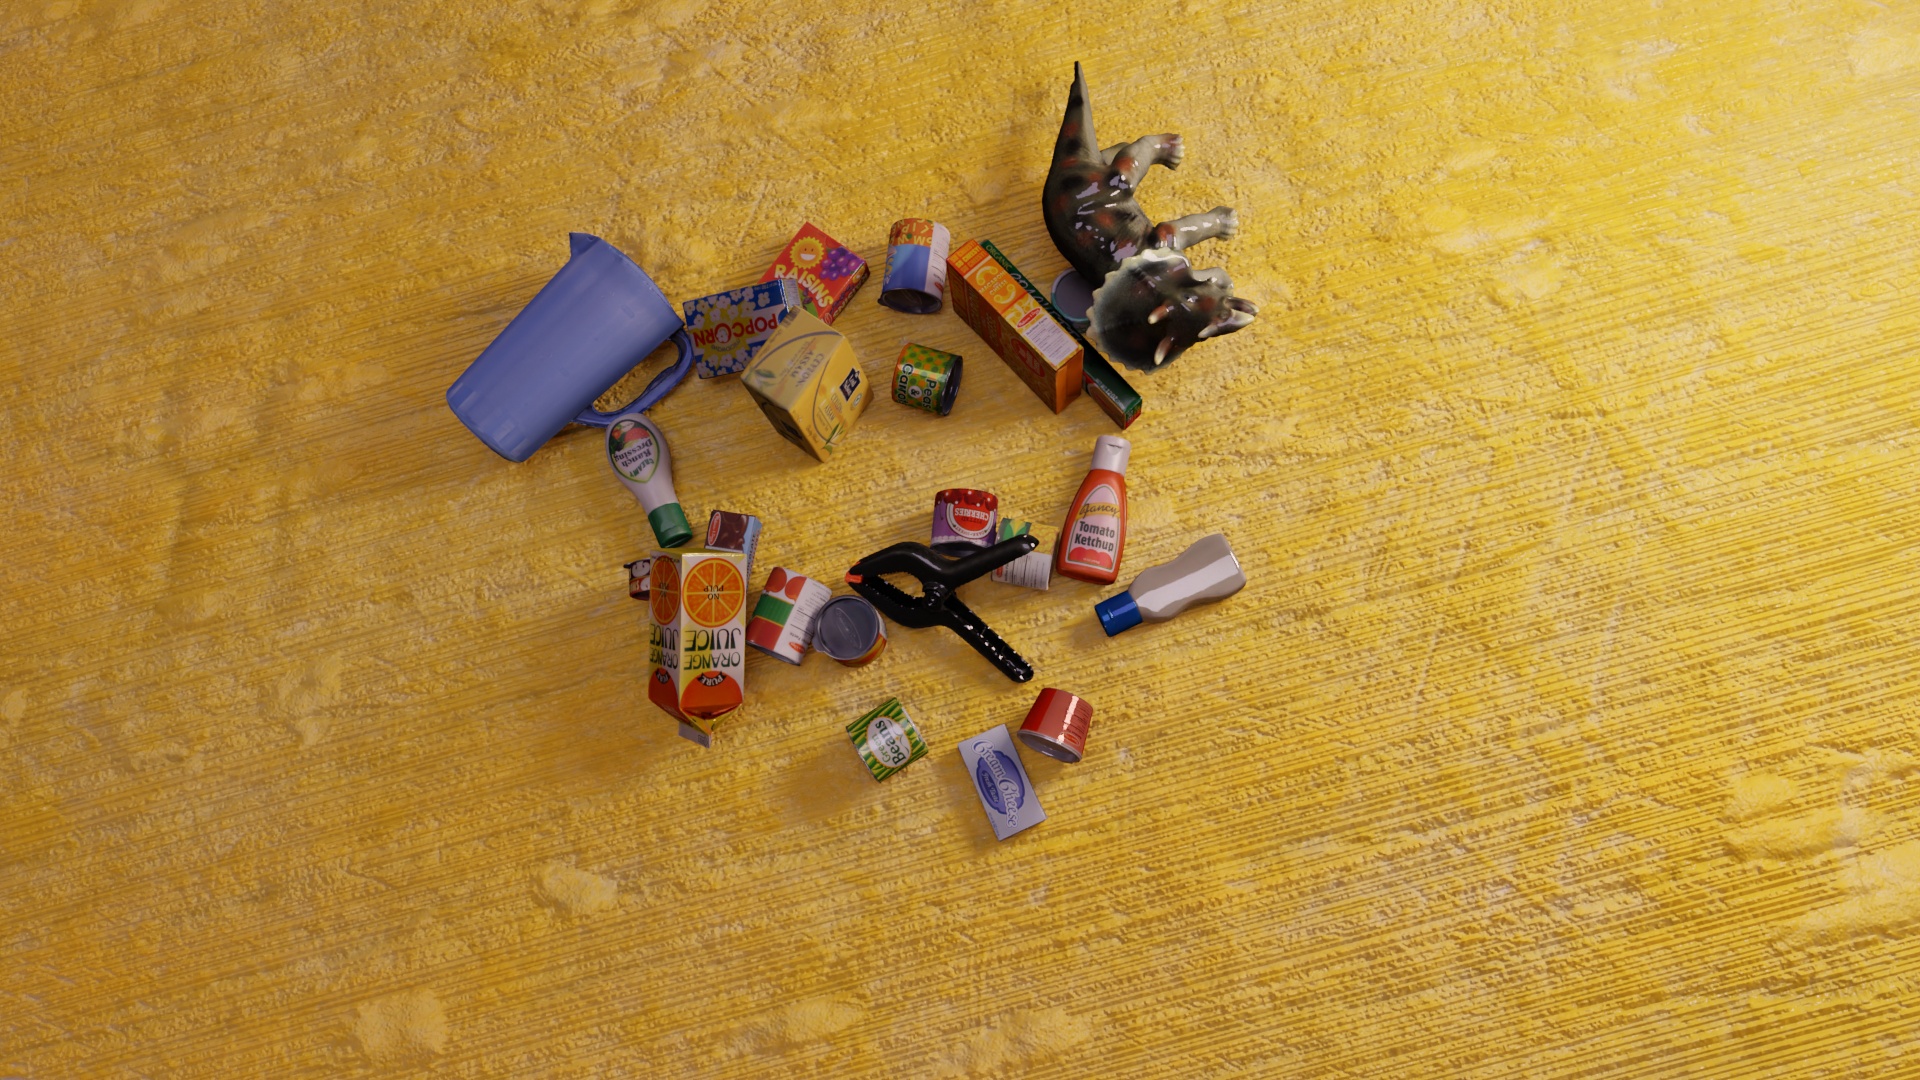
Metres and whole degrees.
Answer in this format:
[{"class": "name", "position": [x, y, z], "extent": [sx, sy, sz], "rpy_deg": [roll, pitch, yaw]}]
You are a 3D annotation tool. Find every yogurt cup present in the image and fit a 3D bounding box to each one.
[{"class": "yogurt cup", "position": [0.095, 0.179, 1.356], "extent": [0.072, 0.072, 0.054], "rpy_deg": [20, 71, 10]}]

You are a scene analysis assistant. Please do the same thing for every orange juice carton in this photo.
[{"class": "orange juice carton", "position": [-0.262, 0.105, 1.377], "extent": [0.073, 0.072, 0.192], "rpy_deg": [0, 93, -38]}]

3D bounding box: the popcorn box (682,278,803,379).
[{"class": "popcorn box", "position": [-0.226, -0.224, 1.470], "extent": [0.126, 0.038, 0.085], "rpy_deg": [-8, 96, 24]}]

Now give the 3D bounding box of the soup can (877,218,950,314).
[{"class": "soup can", "position": [-0.051, -0.294, 1.490], "extent": [0.071, 0.071, 0.084], "rpy_deg": [5, 76, 7]}]

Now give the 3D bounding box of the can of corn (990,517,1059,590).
[{"class": "can of corn", "position": [0.066, 0.012, 1.401], "extent": [0.058, 0.071, 0.071], "rpy_deg": [11, 77, 8]}]

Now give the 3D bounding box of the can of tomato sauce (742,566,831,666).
[{"class": "can of tomato sauce", "position": [-0.178, 0.076, 1.408], "extent": [0.071, 0.071, 0.083], "rpy_deg": [21, 78, 10]}]

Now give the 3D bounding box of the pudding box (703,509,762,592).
[{"class": "pudding box", "position": [-0.241, 0.013, 1.448], "extent": [0.050, 0.030, 0.084], "rpy_deg": [8, 76, 9]}]

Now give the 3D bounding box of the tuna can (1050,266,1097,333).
[{"class": "tuna can", "position": [0.131, -0.255, 1.479], "extent": [0.071, 0.032, 0.071], "rpy_deg": [-1, 75, 6]}]

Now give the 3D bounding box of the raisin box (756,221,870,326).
[{"class": "raisin box", "position": [-0.169, -0.273, 1.510], "extent": [0.086, 0.040, 0.123], "rpy_deg": [35, 81, 14]}]

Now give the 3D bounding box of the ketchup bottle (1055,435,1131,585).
[{"class": "ketchup bottle", "position": [0.142, -0.032, 1.415], "extent": [0.065, 0.043, 0.149], "rpy_deg": [13, 77, 0]}]

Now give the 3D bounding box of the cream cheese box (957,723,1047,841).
[{"class": "cream cheese box", "position": [0.041, 0.237, 1.366], "extent": [0.053, 0.024, 0.104], "rpy_deg": [-24, 75, -2]}]

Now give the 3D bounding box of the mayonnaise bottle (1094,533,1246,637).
[{"class": "mayonnaise bottle", "position": [0.208, 0.050, 1.390], "extent": [0.148, 0.041, 0.065], "rpy_deg": [-25, 73, 0]}]

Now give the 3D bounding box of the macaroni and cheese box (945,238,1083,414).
[{"class": "macaroni and cheese box", "position": [0.057, -0.219, 1.430], "extent": [0.040, 0.123, 0.167], "rpy_deg": [-40, 76, -8]}]

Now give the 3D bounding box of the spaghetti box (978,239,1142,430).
[{"class": "spaghetti box", "position": [0.098, -0.219, 1.464], "extent": [0.029, 0.050, 0.250], "rpy_deg": [-40, 75, -7]}]

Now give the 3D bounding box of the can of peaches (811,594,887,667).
[{"class": "can of peaches", "position": [-0.112, 0.093, 1.401], "extent": [0.071, 0.058, 0.071], "rpy_deg": [-1, 77, 5]}]

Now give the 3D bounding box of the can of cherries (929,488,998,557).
[{"class": "can of cherries", "position": [0.005, -0.018, 1.411], "extent": [0.071, 0.071, 0.058], "rpy_deg": [4, 76, 7]}]

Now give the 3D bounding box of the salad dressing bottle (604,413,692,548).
[{"class": "salad dressing bottle", "position": [-0.327, -0.062, 1.469], "extent": [0.064, 0.044, 0.148], "rpy_deg": [-27, 75, 0]}]

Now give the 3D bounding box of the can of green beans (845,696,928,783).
[{"class": "can of green beans", "position": [-0.072, 0.196, 1.366], "extent": [0.058, 0.071, 0.071], "rpy_deg": [-32, 75, -3]}]

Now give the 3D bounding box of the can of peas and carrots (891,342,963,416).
[{"class": "can of peas and carrots", "position": [-0.036, -0.168, 1.454], "extent": [0.059, 0.071, 0.071], "rpy_deg": [16, 78, 10]}]

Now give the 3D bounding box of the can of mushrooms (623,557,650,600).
[{"class": "can of mushrooms", "position": [-0.310, 0.040, 1.428], "extent": [0.071, 0.071, 0.033], "rpy_deg": [-6, 77, 4]}]
